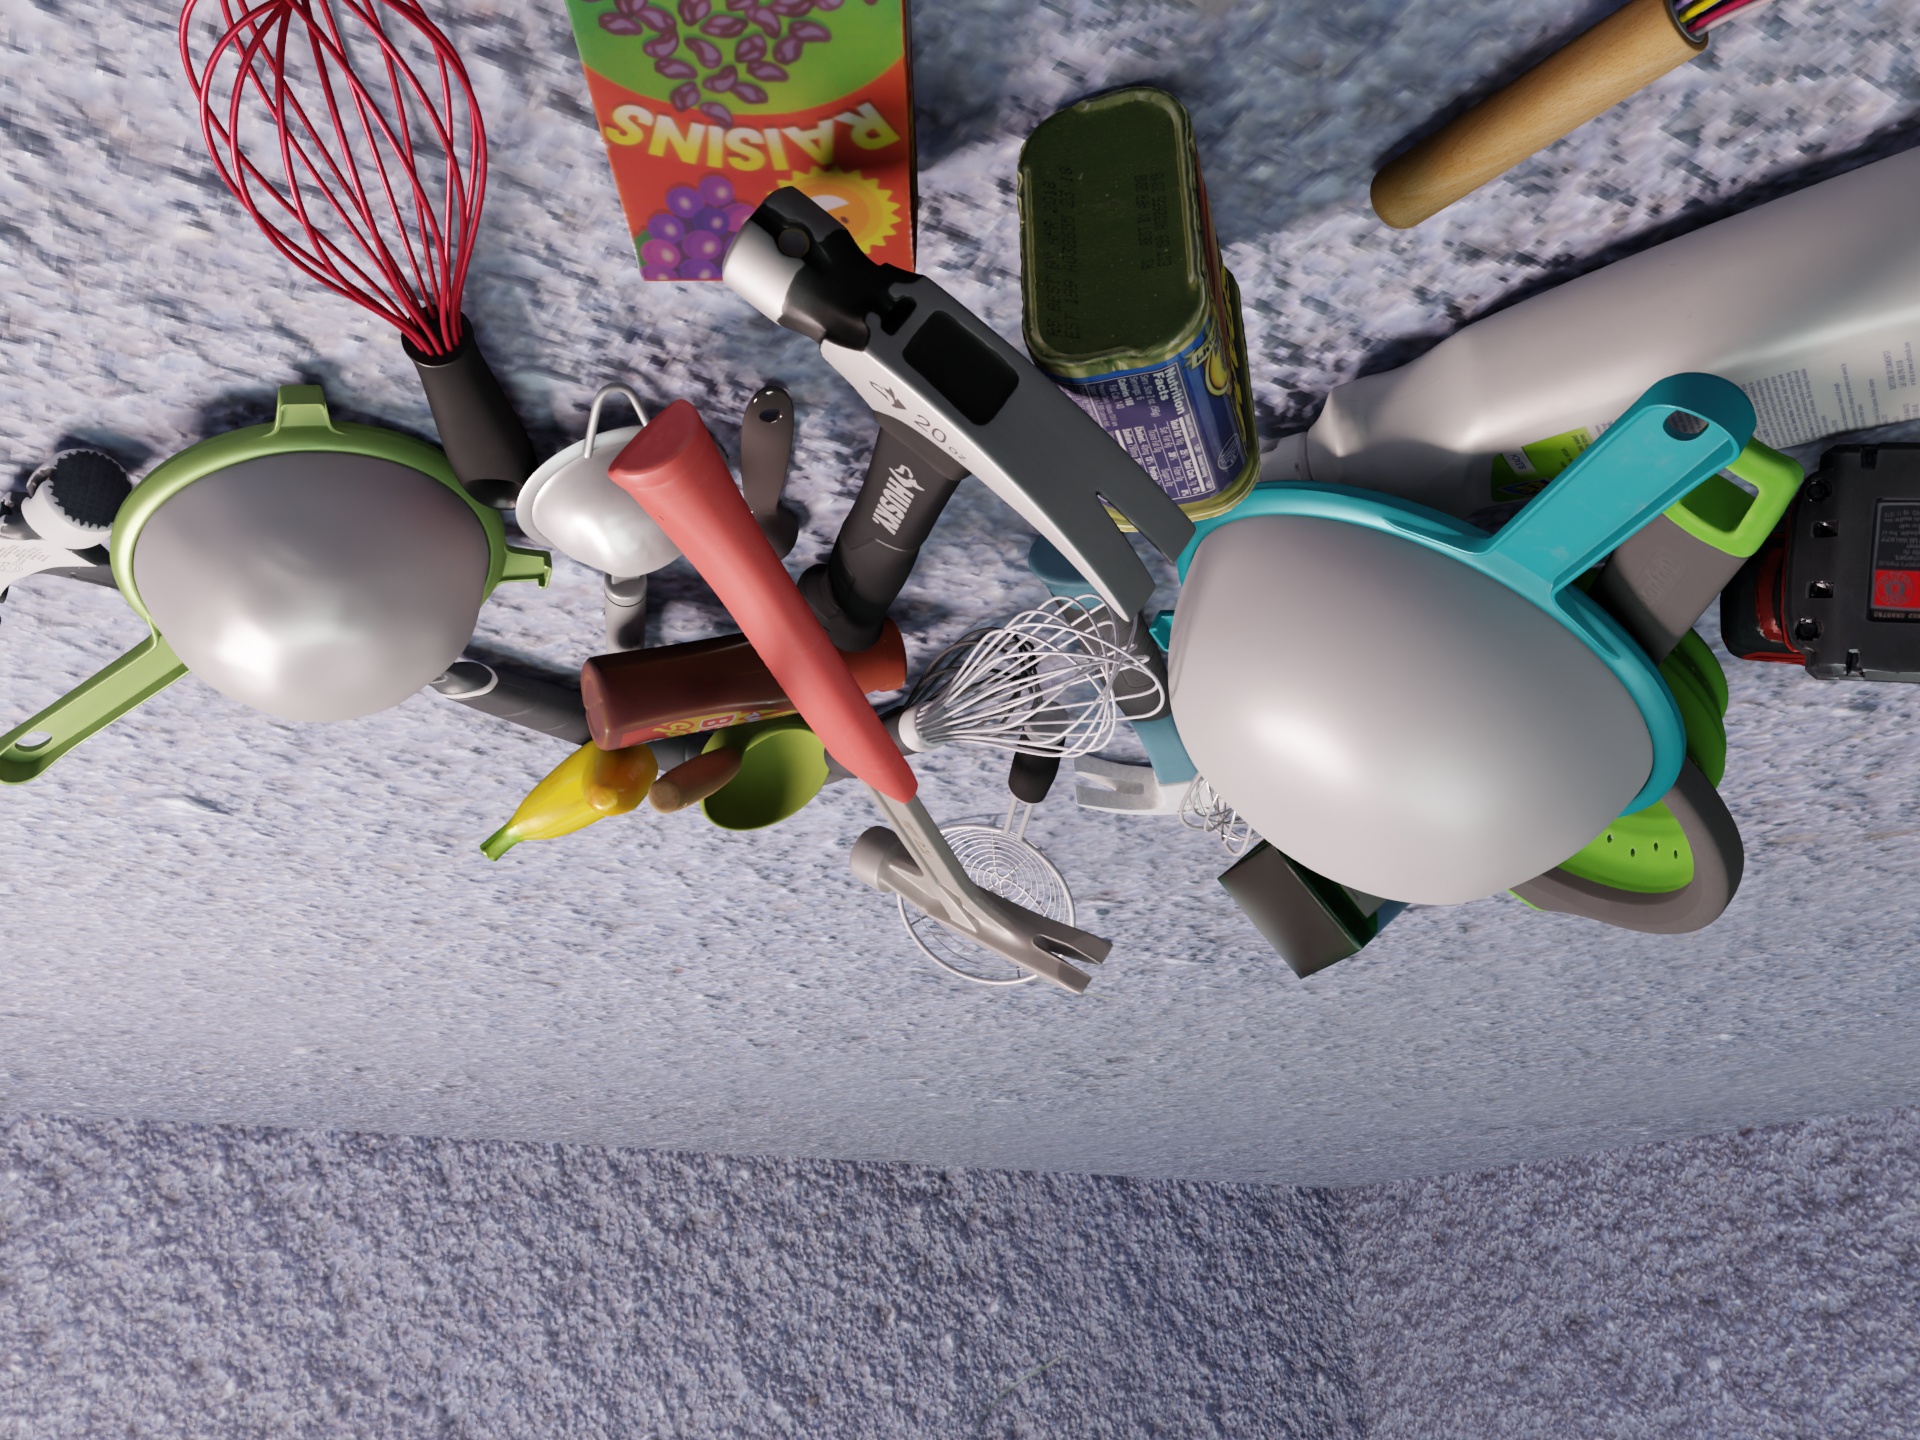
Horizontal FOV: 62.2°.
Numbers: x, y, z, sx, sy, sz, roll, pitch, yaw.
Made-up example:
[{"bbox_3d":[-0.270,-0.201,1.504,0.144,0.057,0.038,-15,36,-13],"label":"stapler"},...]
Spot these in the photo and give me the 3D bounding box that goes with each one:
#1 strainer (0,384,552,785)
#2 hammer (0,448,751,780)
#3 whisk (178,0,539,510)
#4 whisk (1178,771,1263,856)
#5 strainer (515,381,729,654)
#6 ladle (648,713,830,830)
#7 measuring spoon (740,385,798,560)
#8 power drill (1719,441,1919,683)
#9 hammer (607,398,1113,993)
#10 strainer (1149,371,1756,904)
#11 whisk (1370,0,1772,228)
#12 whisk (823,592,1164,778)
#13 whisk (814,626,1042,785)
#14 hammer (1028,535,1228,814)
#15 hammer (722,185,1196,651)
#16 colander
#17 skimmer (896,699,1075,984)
[{"bbox_3d":[-0.301,-0.020,0.650,0.256,0.069,0.151,-29,148,12],"label":"strainer"},{"bbox_3d":[-0.267,-0.022,0.794,0.149,0.036,0.408,-19,152,39],"label":"hammer"},{"bbox_3d":[-0.171,-0.133,0.508,0.073,0.073,0.295,1,164,-5],"label":"whisk"},{"bbox_3d":[0.149,-0.014,0.767,0.058,0.059,0.246,-4,143,-8],"label":"whisk"},{"bbox_3d":[-0.145,-0.062,0.697,0.087,0.050,0.258,-14,165,-16],"label":"strainer"},{"bbox_3d":[-0.105,0.031,0.740,0.078,0.062,0.320,-35,-177,0],"label":"ladle"},{"bbox_3d":[-0.079,-0.094,0.644,0.034,0.018,0.124,-8,158,-13],"label":"measuring spoon"},{"bbox_3d":[0.396,-0.049,0.603,0.188,0.080,0.226,4,-178,23],"label":"power drill"},{"bbox_3d":[-0.043,0.004,0.680,0.149,0.037,0.358,23,157,33],"label":"hammer"},{"bbox_3d":[0.163,-0.008,0.559,0.211,0.095,0.340,32,165,5],"label":"strainer"},{"bbox_3d":[0.205,-0.192,0.401,0.051,0.047,0.245,27,151,-27],"label":"whisk"},{"bbox_3d":[0.000,-0.002,0.724,0.070,0.070,0.284,10,166,-25],"label":"whisk"},{"bbox_3d":[-0.033,0.002,0.851,0.055,0.055,0.239,14,158,-32],"label":"whisk"},{"bbox_3d":[0.097,-0.014,0.832,0.128,0.033,0.330,-9,156,15],"label":"hammer"},{"bbox_3d":[-0.022,-0.067,0.576,0.146,0.035,0.335,37,168,-3],"label":"hammer"},{"bbox_3d":[0.270,-0.032,0.652,0.205,0.094,0.396,39,167,17],"label":"colander"},{"bbox_3d":[0.023,0.083,0.956,0.127,0.090,0.363,26,162,6],"label":"skimmer"}]
